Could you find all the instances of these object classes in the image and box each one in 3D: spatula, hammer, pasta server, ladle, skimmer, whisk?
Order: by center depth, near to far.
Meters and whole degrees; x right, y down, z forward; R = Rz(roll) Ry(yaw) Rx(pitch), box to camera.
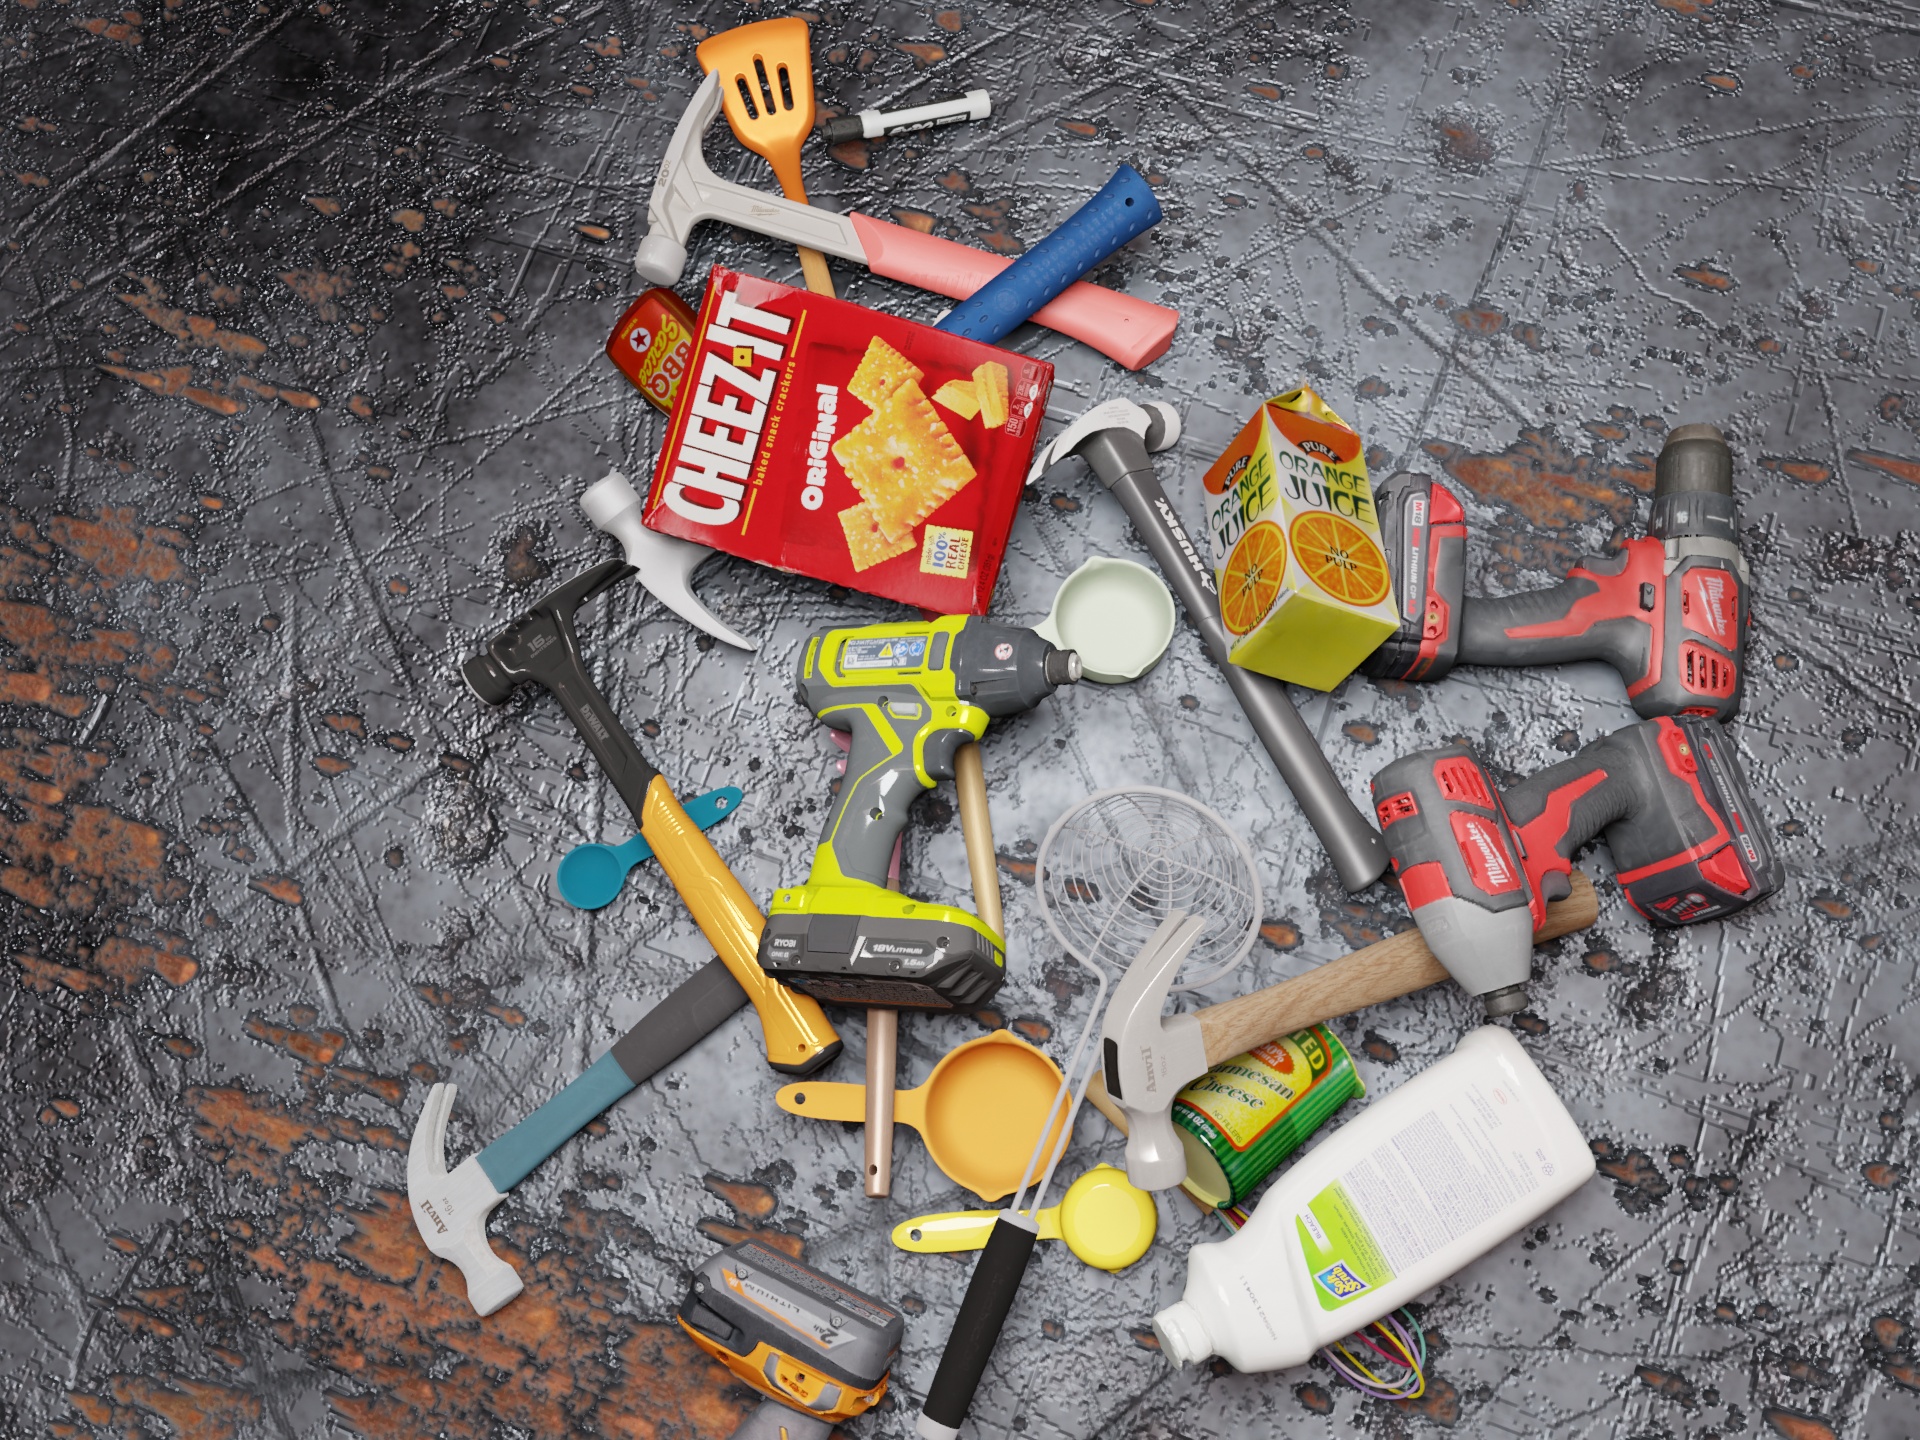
[{"bbox_3d":[0.053,0.212,0.854,0.127,0.090,0.363,21,79,10],"label":"skimmer"},{"bbox_3d":[0.221,0.138,0.866,0.331,0.031,0.130,-15,100,-25],"label":"hammer"},{"bbox_3d":[0.166,0.287,0.903,0.245,0.047,0.051,42,85,17],"label":"whisk"},{"bbox_3d":[-0.048,0.118,0.941,0.060,0.040,0.316,-11,61,20],"label":"pasta server"},{"bbox_3d":[-0.168,0.063,0.959,0.127,0.034,0.337,-37,77,7],"label":"hammer"},{"bbox_3d":[0.159,-0.047,0.963,0.035,0.146,0.335,-36,79,40],"label":"hammer"},{"bbox_3d":[-0.193,0.203,0.967,0.331,0.033,0.128,-39,76,-5],"label":"hammer"},{"bbox_3d":[-0.002,-0.003,1.004,0.069,0.031,0.315,-10,77,3],"label":"ladle"},{"bbox_3d":[-0.040,-0.206,1.013,0.405,0.035,0.144,-38,95,1],"label":"hammer"},{"bbox_3d":[-0.028,-0.316,1.060,0.359,0.036,0.149,18,80,4],"label":"hammer"},{"bbox_3d":[-0.106,-0.331,1.091,0.081,0.041,0.323,-15,76,-2],"label":"spatula"}]

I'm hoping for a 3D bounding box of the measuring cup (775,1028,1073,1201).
[{"bbox_3d":[-0.019,0.228,0.933,0.173,0.052,0.095,2,76,9],"label":"measuring cup"}]

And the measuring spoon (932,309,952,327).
[{"bbox_3d":[-0.019,-0.222,1.065,0.034,0.018,0.124,7,76,8],"label":"measuring spoon"}]

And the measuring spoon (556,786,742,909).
[{"bbox_3d":[-0.195,0.079,1.011,0.128,0.021,0.042,-30,75,-11],"label":"measuring spoon"}]

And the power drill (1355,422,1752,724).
[{"bbox_3d":[0.361,-0.098,0.965,0.226,0.080,0.188,7,77,5],"label":"power drill"}]

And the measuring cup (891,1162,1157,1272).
[{"bbox_3d":[0.036,0.293,0.920,0.156,0.029,0.062,-6,75,3],"label":"measuring cup"}]

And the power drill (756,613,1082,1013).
[{"bbox_3d":[-0.024,0.046,0.904,0.171,0.080,0.223,-1,65,25],"label":"power drill"}]

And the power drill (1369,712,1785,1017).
[{"bbox_3d":[0.335,0.075,0.871,0.219,0.078,0.143,-8,73,-26],"label":"power drill"}]

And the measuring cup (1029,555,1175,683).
[{"bbox_3d":[0.053,-0.046,1.000,0.167,0.038,0.083,-18,74,0],"label":"measuring cup"}]

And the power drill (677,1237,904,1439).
[{"bbox_3d":[-0.143,0.413,0.885,0.164,0.084,0.226,22,83,12],"label":"power drill"}]
